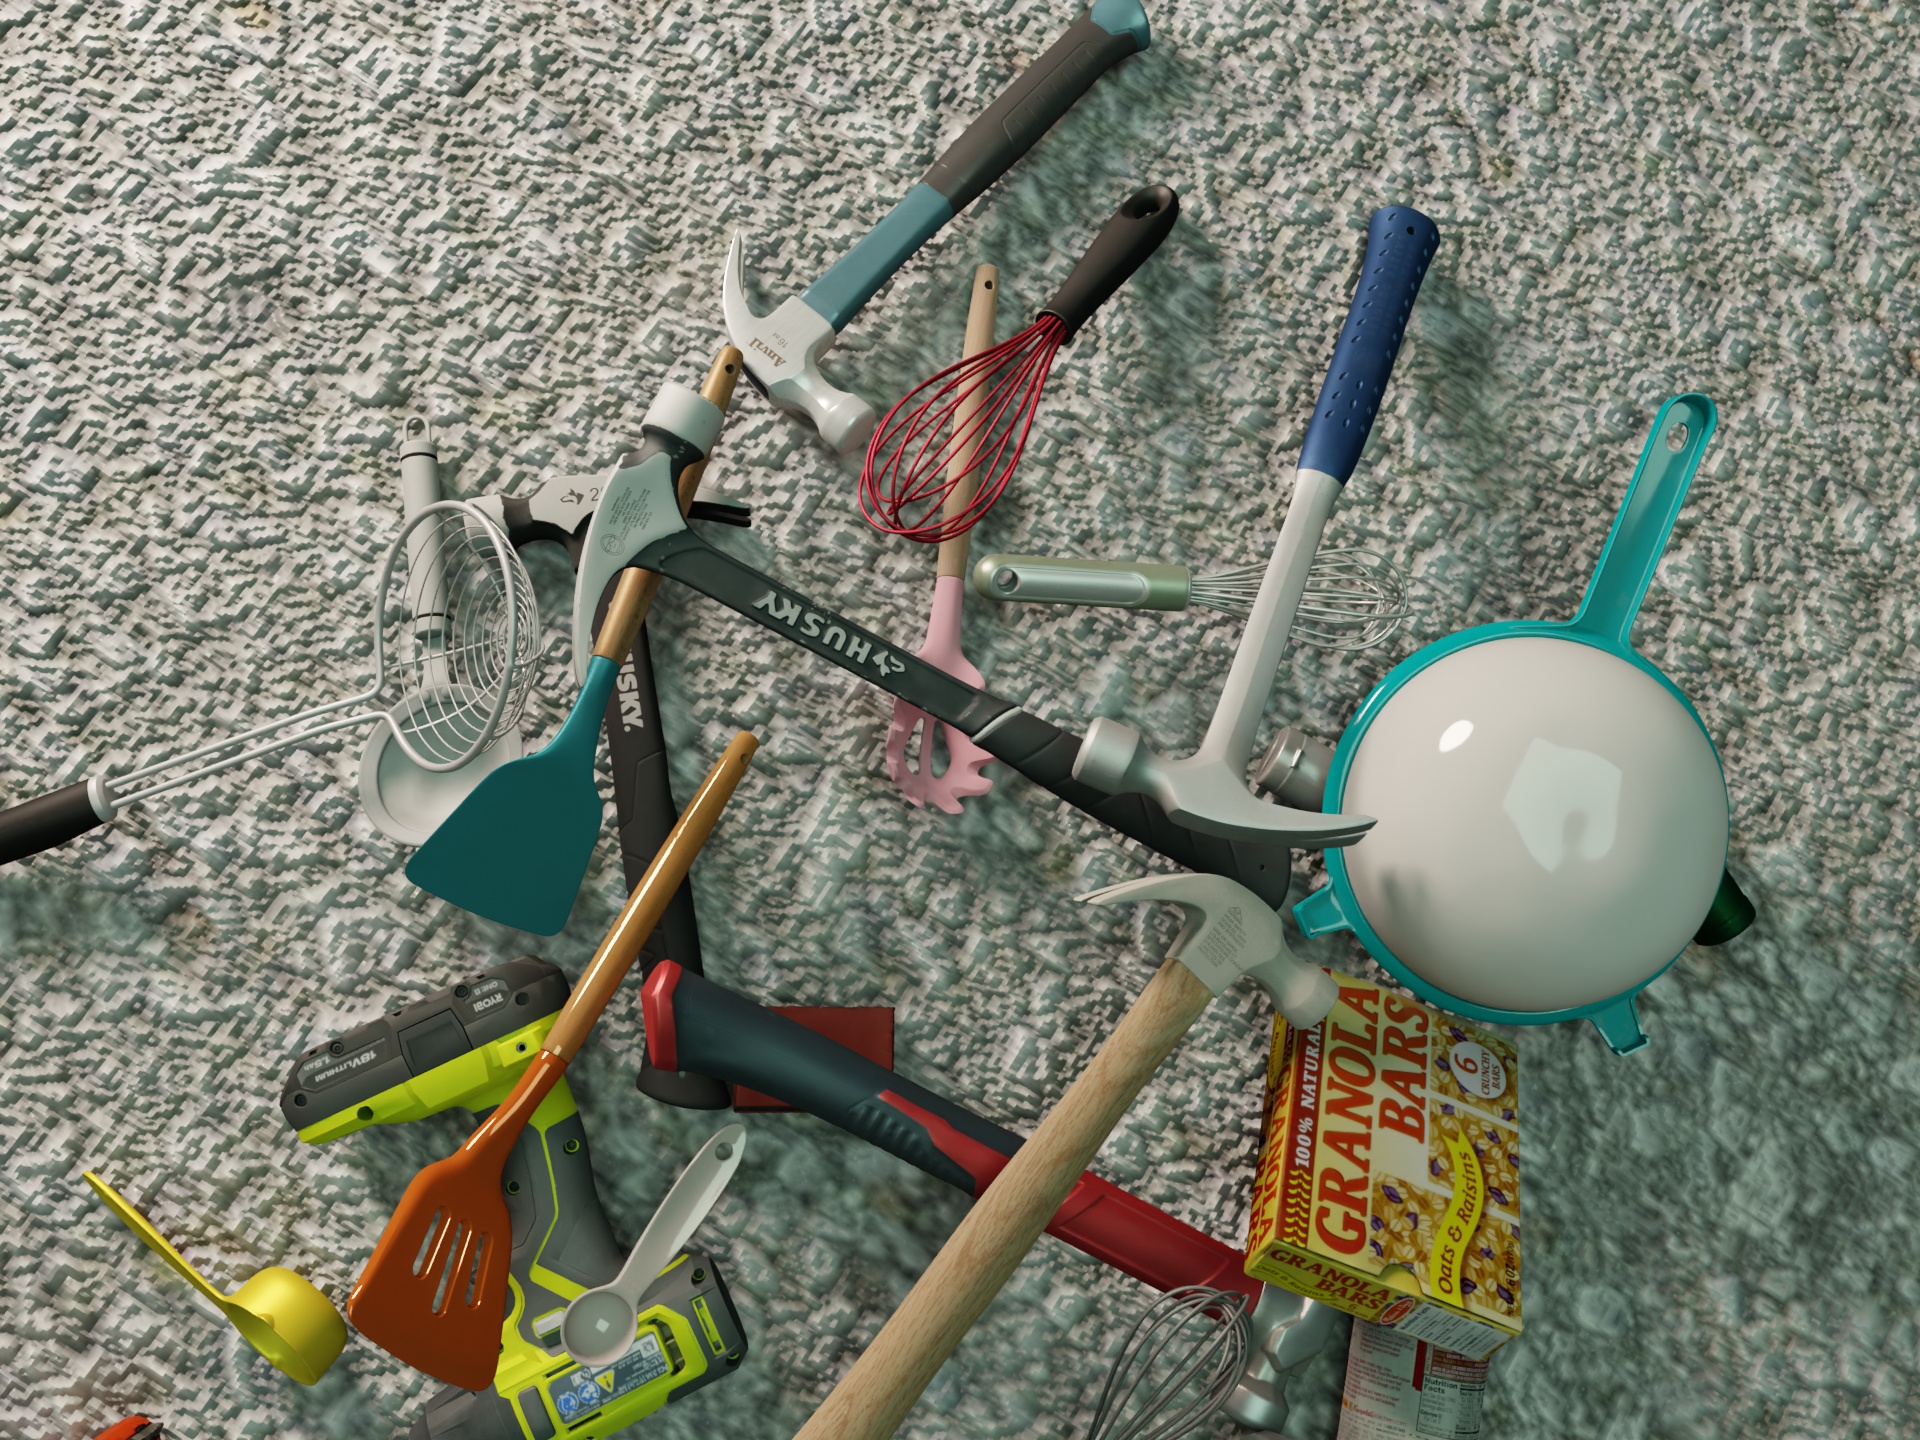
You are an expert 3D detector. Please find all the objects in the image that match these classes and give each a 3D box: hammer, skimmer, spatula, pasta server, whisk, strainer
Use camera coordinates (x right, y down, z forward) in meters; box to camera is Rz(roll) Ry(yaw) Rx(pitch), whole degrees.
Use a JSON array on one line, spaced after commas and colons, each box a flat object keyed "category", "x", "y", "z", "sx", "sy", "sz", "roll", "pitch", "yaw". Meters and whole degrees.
[{"category": "hammer", "x": -0.158, "y": 0.033, "z": 0.821, "sx": 0.146, "sy": 0.035, "sz": 0.335, "roll": -10, "pitch": 81, "yaw": -8}, {"category": "skimmer", "x": -0.364, "y": 0.007, "z": 0.747, "sx": 0.363, "sy": 0.090, "sz": 0.127, "roll": -21, "pitch": 71, "yaw": 0}, {"category": "spatula", "x": -0.174, "y": -0.052, "z": 0.799, "sx": 0.082, "sy": 0.044, "sz": 0.318, "roll": 28, "pitch": 70, "yaw": -26}, {"category": "pasta server", "x": 0.000, "y": -0.104, "z": 0.863, "sx": 0.060, "sy": 0.040, "sz": 0.316, "roll": 11, "pitch": 77, "yaw": -18}, {"category": "whisk", "x": 0.127, "y": -0.070, "z": 0.855, "sx": 0.246, "sy": 0.059, "sz": 0.057, "roll": 3, "pitch": 108, "yaw": -11}, {"category": "hammer", "x": 0.192, "y": -0.115, "z": 0.842, "sx": 0.144, "sy": 0.035, "sz": 0.406, "roll": 22, "pitch": 65, "yaw": 3}, {"category": "hammer", "x": -0.001, "y": -0.003, "z": 0.798, "sx": 0.408, "sy": 0.036, "sz": 0.149, "roll": 29, "pitch": 82, "yaw": -15}, {"category": "spatula", "x": -0.168, "y": 0.135, "z": 0.728, "sx": 0.081, "sy": 0.041, "sz": 0.323, "roll": 49, "pitch": 56, "yaw": -35}, {"category": "hammer", "x": -0.004, "y": -0.300, "z": 0.894, "sx": 0.128, "sy": 0.033, "sz": 0.331, "roll": 39, "pitch": 75, "yaw": 11}, {"category": "hammer", "x": 0.027, "y": 0.203, "z": 0.770, "sx": 0.386, "sy": 0.038, "sz": 0.143, "roll": 31, "pitch": 77, "yaw": -14}, {"category": "whisk", "x": 0.060, "y": 0.356, "z": 0.748, "sx": 0.055, "sy": 0.055, "sz": 0.239, "roll": 35, "pitch": 101, "yaw": 0}, {"category": "strainer", "x": 0.316, "y": -0.005, "z": 0.785, "sx": 0.211, "sy": 0.095, "sz": 0.340, "roll": 21, "pitch": 92, "yaw": 0}, {"category": "whisk", "x": 0.041, "y": -0.199, "z": 0.858, "sx": 0.073, "sy": 0.073, "sz": 0.296, "roll": 36, "pitch": 64, "yaw": 1}, {"category": "strainer", "x": -0.269, "y": -0.040, "z": 0.818, "sx": 0.087, "sy": 0.050, "sz": 0.259, "roll": -10, "pitch": 76, "yaw": 4}, {"category": "hammer", "x": 0.039, "y": 0.206, "z": 0.737, "sx": 0.130, "sy": 0.031, "sz": 0.331, "roll": 44, "pitch": 72, "yaw": -10}]

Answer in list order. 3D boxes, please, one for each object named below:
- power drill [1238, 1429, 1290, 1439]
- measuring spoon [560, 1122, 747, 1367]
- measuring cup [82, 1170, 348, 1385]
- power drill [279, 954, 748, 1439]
[{"category": "power drill", "x": 0.149, "y": 0.482, "z": 0.749, "sx": 0.190, "sy": 0.080, "sz": 0.228, "roll": 44, "pitch": 76, "yaw": -12}, {"category": "measuring spoon", "x": -0.139, "y": 0.238, "z": 0.732, "sx": 0.034, "sy": 0.018, "sz": 0.124, "roll": 41, "pitch": 70, "yaw": -13}, {"category": "measuring cup", "x": -0.354, "y": 0.255, "z": 0.757, "sx": 0.156, "sy": 0.062, "sz": 0.029, "roll": 34, "pitch": 48, "yaw": 13}, {"category": "power drill", "x": -0.223, "y": 0.240, "z": 0.756, "sx": 0.171, "sy": 0.080, "sz": 0.223, "roll": -24, "pitch": 87, "yaw": -11}]
